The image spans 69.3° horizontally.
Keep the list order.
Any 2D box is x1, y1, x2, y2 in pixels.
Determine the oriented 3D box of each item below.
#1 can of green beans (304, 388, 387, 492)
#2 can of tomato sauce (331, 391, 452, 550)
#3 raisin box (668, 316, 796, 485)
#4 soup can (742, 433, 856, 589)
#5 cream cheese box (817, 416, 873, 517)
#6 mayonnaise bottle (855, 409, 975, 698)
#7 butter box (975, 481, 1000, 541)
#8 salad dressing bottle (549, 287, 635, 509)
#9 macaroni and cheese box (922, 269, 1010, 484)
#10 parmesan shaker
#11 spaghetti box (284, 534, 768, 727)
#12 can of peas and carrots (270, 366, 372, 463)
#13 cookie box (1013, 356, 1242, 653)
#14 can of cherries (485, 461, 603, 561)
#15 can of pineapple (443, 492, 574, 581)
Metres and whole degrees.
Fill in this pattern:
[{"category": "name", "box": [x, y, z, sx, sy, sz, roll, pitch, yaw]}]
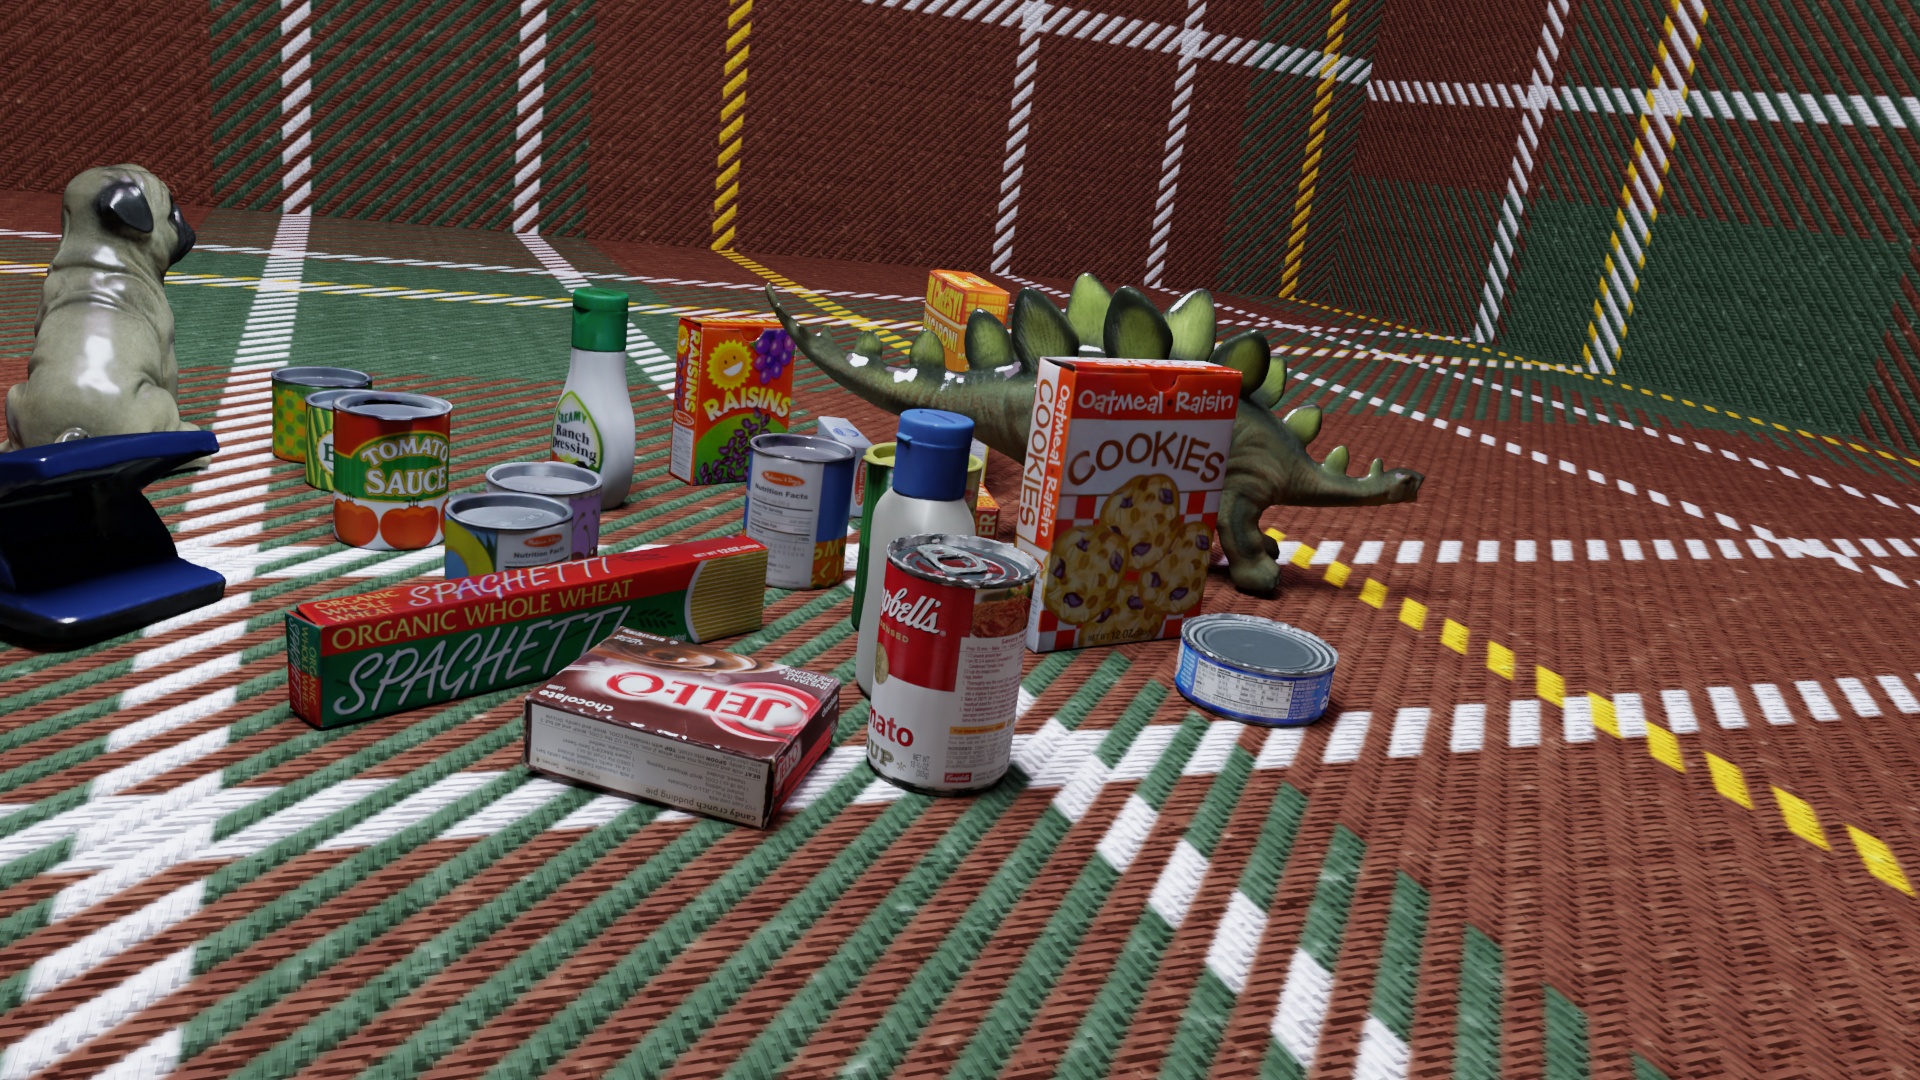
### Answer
[{"category": "can of green beans", "box": [-0.408, -0.067, 0.940, 0.071, 0.057, 0.071, 7, 16, -2]}, {"category": "can of tomato sauce", "box": [-0.342, -0.042, 0.838, 0.071, 0.082, 0.071, 7, 16, -2]}, {"category": "raisin box", "box": [-0.174, -0.108, 1.063, 0.086, 0.123, 0.040, -6, 21, -40]}, {"category": "soup can", "box": [-0.101, -0.019, 0.867, 0.071, 0.083, 0.071, 7, 16, -2]}, {"category": "cream cheese box", "box": [-0.088, -0.057, 1.052, 0.024, 0.053, 0.104, 2, 17, -19]}, {"category": "mayonnaise bottle", "box": [-0.019, 0.011, 0.687, 0.041, 0.147, 0.065, -4, 20, -35]}, {"category": "butter box", "box": [0.003, -0.012, 0.941, 0.024, 0.053, 0.104, 4, 17, -12]}, {"category": "salad dressing bottle", "box": [-0.250, -0.097, 0.949, 0.064, 0.147, 0.044, 18, 19, 32]}, {"category": "macaroni and cheese box", "box": [-0.005, -0.130, 1.134, 0.040, 0.166, 0.124, 3, 17, -16]}, {"category": "parmesan shaker", "box": [-0.028, 0.001, 0.794, 0.071, 0.102, 0.071, 7, 16, -2]}, {"category": "spaghetti box", "box": [-0.200, 0.039, 0.686, 0.029, 0.050, 0.251, 21, 21, 39]}, {"category": "can of peas and carrots", "box": [-0.454, -0.090, 0.993, 0.071, 0.058, 0.071, 7, 16, -2]}, {"category": "cookie box", "box": [0.096, -0.022, 0.815, 0.123, 0.166, 0.040, -3, 19, -32]}, {"category": "can of cherries", "box": [-0.245, -0.011, 0.819, 0.071, 0.058, 0.072, 7, 16, -2]}, {"category": "can of pineapple", "box": [-0.245, 0.009, 0.752, 0.071, 0.057, 0.071, 7, 16, -2]}]
